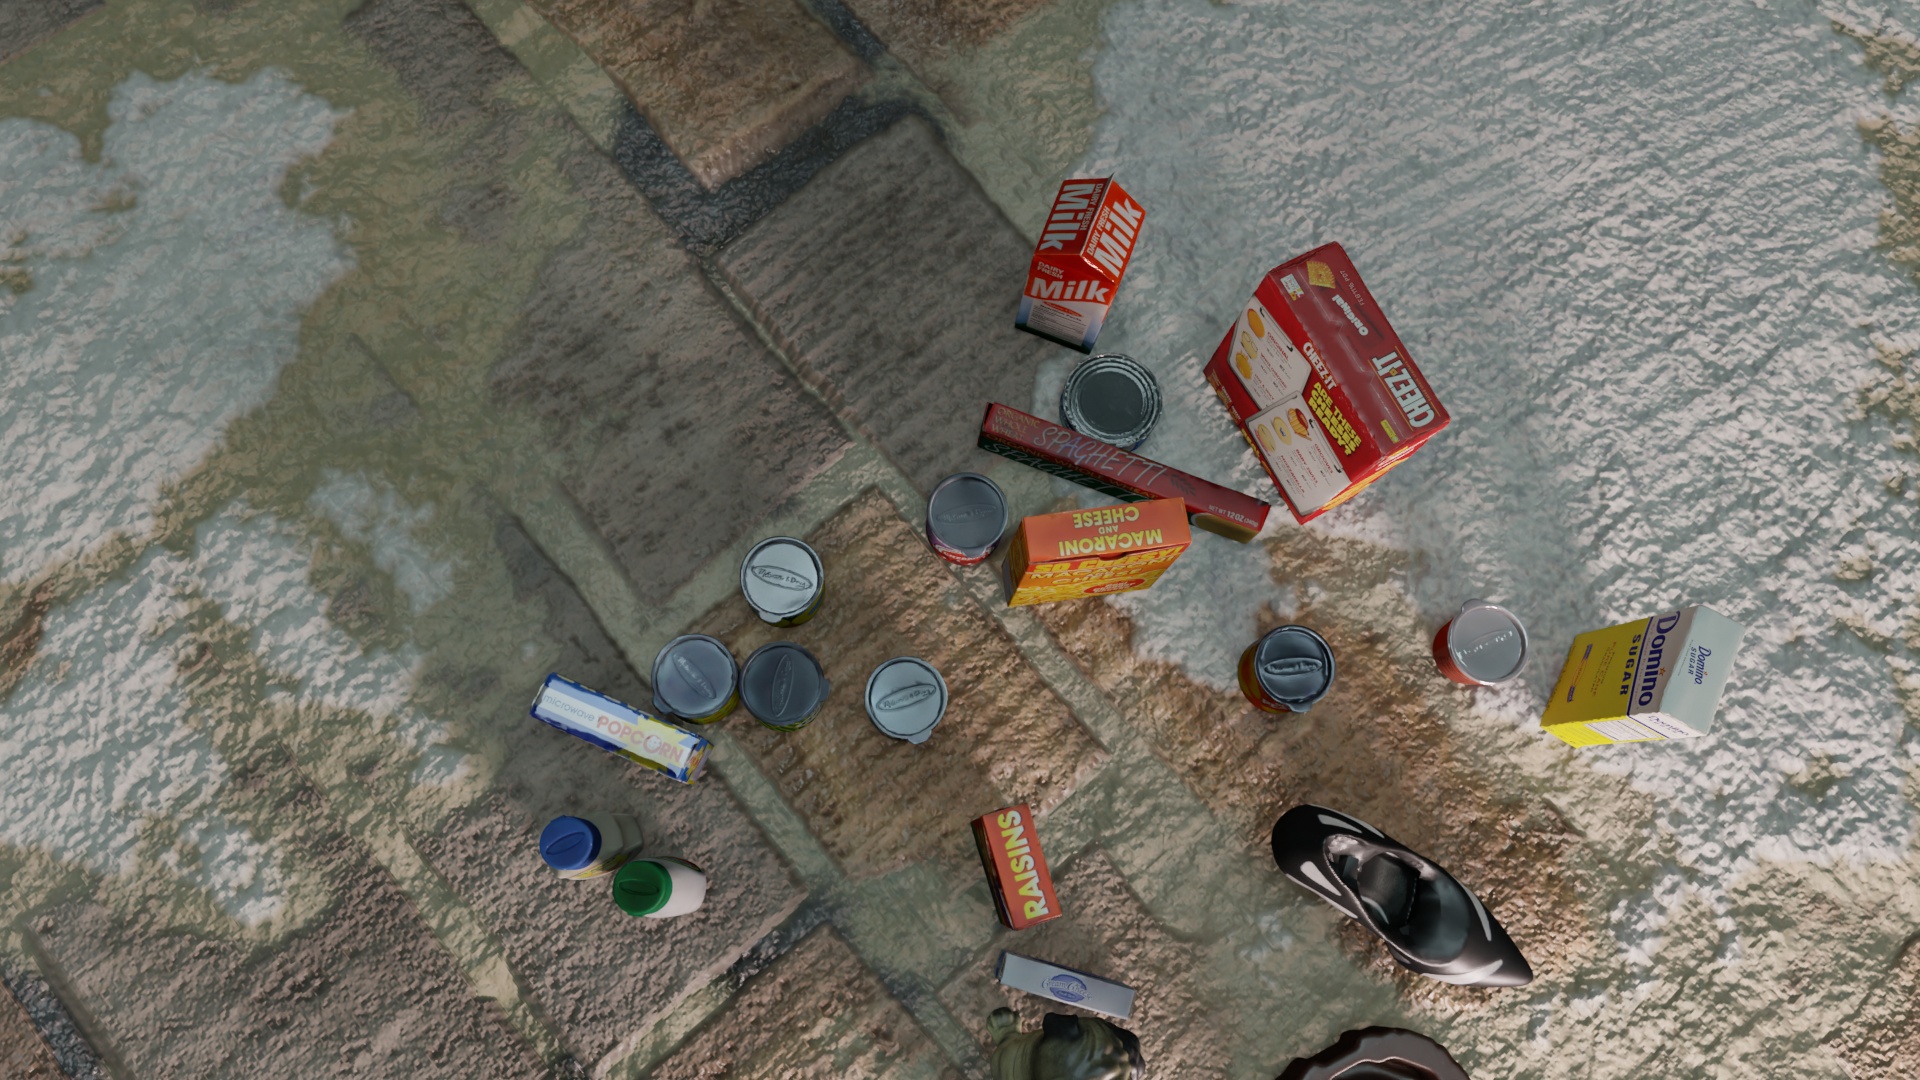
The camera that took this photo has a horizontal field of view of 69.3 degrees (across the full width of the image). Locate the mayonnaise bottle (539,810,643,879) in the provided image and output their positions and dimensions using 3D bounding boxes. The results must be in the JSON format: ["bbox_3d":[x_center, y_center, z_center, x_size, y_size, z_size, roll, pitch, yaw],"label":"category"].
[{"bbox_3d":[-0.275,0.224,1.021,0.065,0.147,0.041,-25,80,-9],"label":"mayonnaise bottle"}]

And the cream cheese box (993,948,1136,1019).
[{"bbox_3d":[0.079,0.340,1.065,0.104,0.053,0.024,16,76,0],"label":"cream cheese box"}]

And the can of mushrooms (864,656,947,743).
[{"bbox_3d":[-0.044,0.130,1.118,0.071,0.033,0.071,1,76,-3],"label":"can of mushrooms"}]

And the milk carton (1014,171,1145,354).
[{"bbox_3d":[0.098,-0.227,1.135,0.073,0.190,0.072,21,76,1],"label":"milk carton"}]

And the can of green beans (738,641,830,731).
[{"bbox_3d":[-0.140,0.117,1.103,0.071,0.057,0.071,1,76,-3],"label":"can of green beans"}]

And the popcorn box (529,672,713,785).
[{"bbox_3d":[-0.260,0.147,1.074,0.127,0.085,0.038,23,76,2],"label":"popcorn box"}]

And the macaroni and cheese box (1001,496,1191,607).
[{"bbox_3d":[0.102,0.012,1.088,0.124,0.166,0.040,-7,77,-5],"label":"macaroni and cheese box"}]

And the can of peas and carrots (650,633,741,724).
[{"bbox_3d":[-0.209,0.113,1.099,0.071,0.058,0.071,1,76,-3],"label":"can of peas and carrots"}]

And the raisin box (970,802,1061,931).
[{"bbox_3d":[0.039,0.246,1.049,0.040,0.123,0.086,-15,78,-7],"label":"raisin box"}]

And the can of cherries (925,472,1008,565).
[{"bbox_3d":[0.004,-0.014,1.144,0.071,0.058,0.071,1,76,-3],"label":"can of cherries"}]

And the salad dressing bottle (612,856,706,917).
[{"bbox_3d":[-0.223,0.254,1.018,0.064,0.147,0.044,10,76,-1],"label":"salad dressing bottle"}]

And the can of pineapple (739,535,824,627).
[{"bbox_3d":[-0.144,0.036,1.123,0.071,0.057,0.071,1,76,-3],"label":"can of pineapple"}]

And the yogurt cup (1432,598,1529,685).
[{"bbox_3d":[0.427,0.089,1.149,0.072,0.054,0.072,1,76,-3],"label":"yogurt cup"}]

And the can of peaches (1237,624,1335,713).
[{"bbox_3d":[0.264,0.108,1.131,0.071,0.058,0.071,1,76,-3],"label":"can of peaches"}]

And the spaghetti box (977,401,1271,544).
[{"bbox_3d":[0.134,-0.056,1.167,0.250,0.050,0.029,20,76,1],"label":"spaghetti box"}]
